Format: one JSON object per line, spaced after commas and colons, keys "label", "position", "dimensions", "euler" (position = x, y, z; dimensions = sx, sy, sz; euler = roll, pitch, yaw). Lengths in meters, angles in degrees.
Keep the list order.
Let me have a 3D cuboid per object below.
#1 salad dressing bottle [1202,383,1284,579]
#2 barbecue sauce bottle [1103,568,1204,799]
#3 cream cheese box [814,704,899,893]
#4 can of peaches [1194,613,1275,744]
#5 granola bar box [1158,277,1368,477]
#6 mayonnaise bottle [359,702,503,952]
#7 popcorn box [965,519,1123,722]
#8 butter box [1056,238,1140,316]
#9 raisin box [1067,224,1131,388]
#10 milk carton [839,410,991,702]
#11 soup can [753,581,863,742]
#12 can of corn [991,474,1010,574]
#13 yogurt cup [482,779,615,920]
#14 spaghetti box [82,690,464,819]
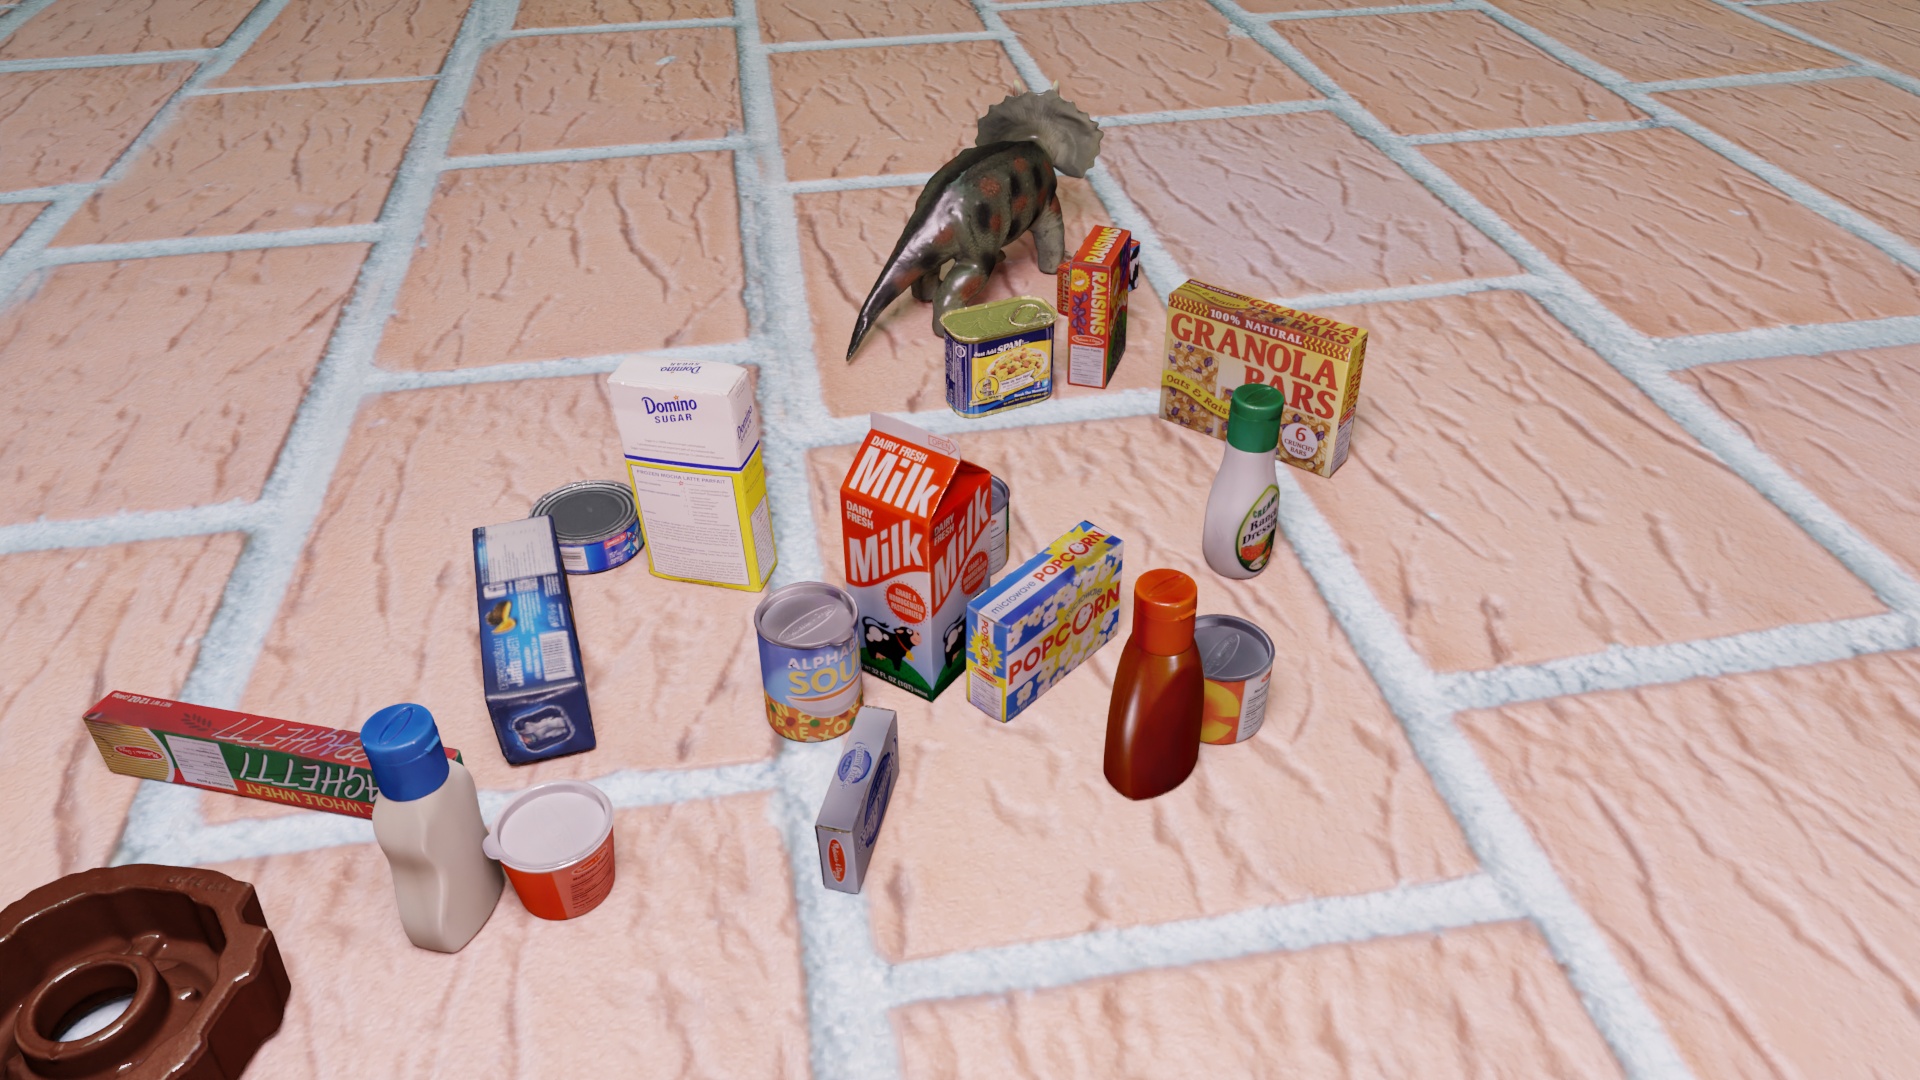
{"label": "salad dressing bottle", "position": [0.208, -0.042, 1.013], "dimensions": [0.064, 0.146, 0.044], "euler": [-29, 44, -33]}
{"label": "barbecue sauce bottle", "position": [0.119, 0.086, 0.836], "dimensions": [0.065, 0.147, 0.044], "euler": [-24, 42, -29]}
{"label": "cream cheese box", "position": [-0.060, 0.153, 0.828], "dimensions": [0.024, 0.053, 0.104], "euler": [6, 36, 10]}
{"label": "can of peaches", "position": [0.166, 0.090, 0.907], "dimensions": [0.071, 0.057, 0.071], "euler": [-1, 36, 1]}
{"label": "granola bar box", "position": [0.250, -0.138, 1.164], "dimensions": [0.166, 0.123, 0.039], "euler": [24, 43, 31]}
{"label": "mayonnaise bottle", "position": [-0.287, 0.153, 0.751], "dimensions": [0.041, 0.147, 0.065], "euler": [7, 36, 11]}
{"label": "popcorn box", "position": [0.057, 0.053, 0.936], "dimensions": [0.038, 0.084, 0.127], "euler": [27, 44, 33]}
{"label": "butter box", "position": [0.140, -0.267, 1.406], "dimensions": [0.104, 0.052, 0.024], "euler": [-30, 45, -34]}
{"label": "raisin box", "position": [0.127, -0.214, 1.273], "dimensions": [0.040, 0.122, 0.086], "euler": [11, 37, 16]}
{"label": "milk carton", "position": [-0.028, 0.005, 0.916], "dimensions": [0.072, 0.189, 0.074], "euler": [21, 41, 28]}
{"label": "soup can", "position": [-0.096, 0.081, 0.903], "dimensions": [0.071, 0.083, 0.072], "euler": [-1, 36, 1]}
{"label": "can of corn", "position": [0.004, -0.013, 1.053], "dimensions": [0.071, 0.058, 0.071], "euler": [-1, 36, 1]}
{"label": "yogurt cup", "position": [-0.229, 0.179, 0.795], "dimensions": [0.072, 0.053, 0.073], "euler": [-1, 36, 1]}
{"label": "spaghetti box", "position": [-0.421, 0.137, 0.860], "dimensions": [0.250, 0.050, 0.029], "euler": [7, 36, 11]}
